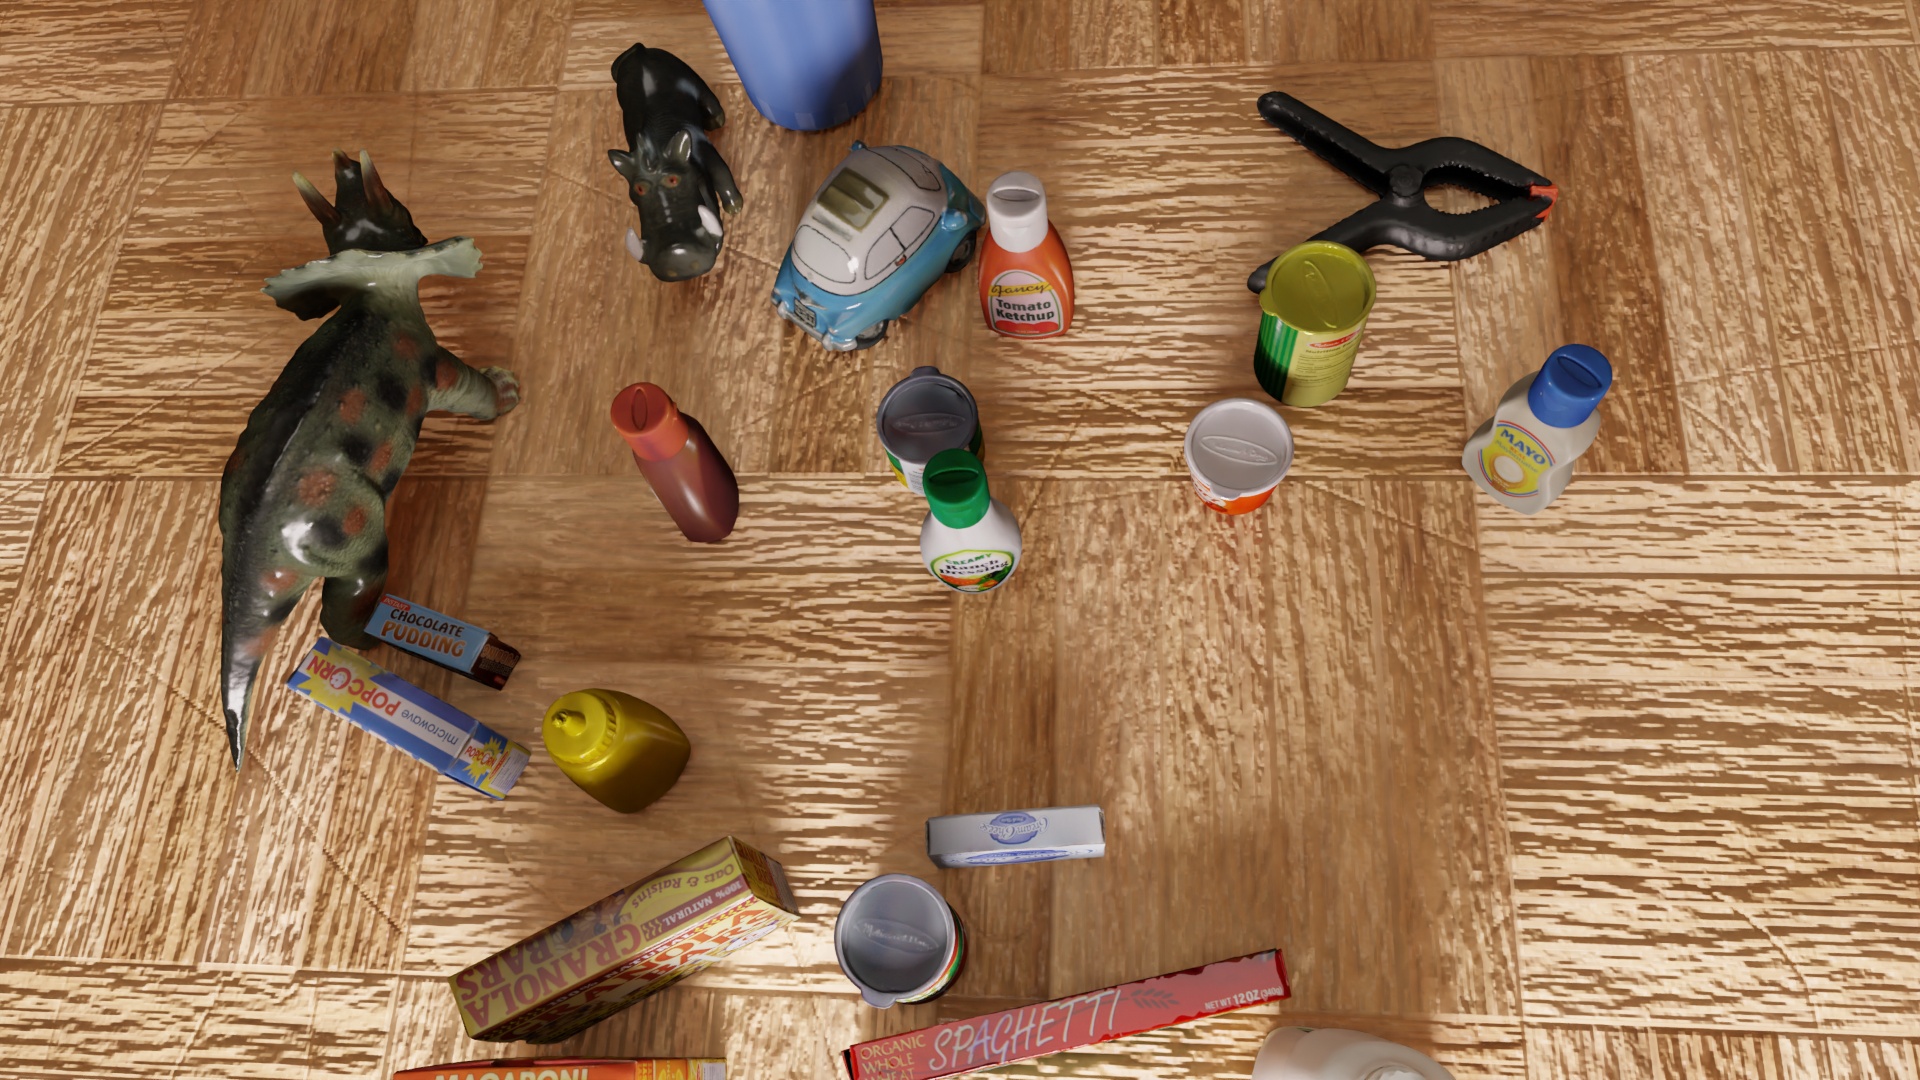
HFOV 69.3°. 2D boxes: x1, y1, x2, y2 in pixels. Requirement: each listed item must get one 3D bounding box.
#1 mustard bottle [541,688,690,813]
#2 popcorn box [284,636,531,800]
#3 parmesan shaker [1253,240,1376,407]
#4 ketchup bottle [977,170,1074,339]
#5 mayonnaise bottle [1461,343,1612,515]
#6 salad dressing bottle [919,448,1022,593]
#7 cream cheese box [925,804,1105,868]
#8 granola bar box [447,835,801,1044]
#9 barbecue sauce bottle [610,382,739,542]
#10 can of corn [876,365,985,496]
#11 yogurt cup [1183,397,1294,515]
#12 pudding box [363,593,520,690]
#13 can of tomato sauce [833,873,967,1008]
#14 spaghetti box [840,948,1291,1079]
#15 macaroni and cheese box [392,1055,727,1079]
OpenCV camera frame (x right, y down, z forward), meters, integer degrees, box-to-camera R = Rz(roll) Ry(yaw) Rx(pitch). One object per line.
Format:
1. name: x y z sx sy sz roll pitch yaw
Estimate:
1. mustard bottle: -0.207 0.117 0.812 0.049 0.159 0.065 37 77 18
2. popcorn box: -0.343 0.112 0.869 0.127 0.085 0.038 24 74 15
3. parmesan shaker: 0.223 -0.137 0.895 0.071 0.102 0.071 -2 69 6
4. ketchup bottle: 0.041 -0.185 0.909 0.065 0.148 0.044 3 70 8
5. mayonnaise bottle: 0.347 -0.067 0.830 0.041 0.147 0.065 -44 71 -10
6. salad dressing bottle: 0.003 -0.011 0.846 0.064 0.147 0.044 -6 69 4
7. cream cheese box: 0.034 0.175 0.821 0.104 0.053 0.024 -5 69 4
8. granola bar box: -0.182 0.229 0.785 0.166 0.124 0.039 -27 69 -4
9. barbecue sauce bottle: -0.179 -0.052 0.881 0.044 0.148 0.065 -8 69 3
10. can of corn: -0.019 -0.071 0.920 0.071 0.058 0.071 -2 69 6
11. yogurt cup: 0.177 -0.051 0.893 0.072 0.053 0.072 -2 69 6
12. pudding box: -0.337 0.066 0.906 0.084 0.049 0.030 19 72 13
13. can of tomato sauce: -0.032 0.231 0.791 0.071 0.083 0.071 -2 69 6
14. spaghetti box: 0.060 0.272 0.782 0.250 0.050 0.029 -13 68 1
15. macaroni and cheese box: -0.206 0.297 0.739 0.124 0.166 0.040 -4 69 5
